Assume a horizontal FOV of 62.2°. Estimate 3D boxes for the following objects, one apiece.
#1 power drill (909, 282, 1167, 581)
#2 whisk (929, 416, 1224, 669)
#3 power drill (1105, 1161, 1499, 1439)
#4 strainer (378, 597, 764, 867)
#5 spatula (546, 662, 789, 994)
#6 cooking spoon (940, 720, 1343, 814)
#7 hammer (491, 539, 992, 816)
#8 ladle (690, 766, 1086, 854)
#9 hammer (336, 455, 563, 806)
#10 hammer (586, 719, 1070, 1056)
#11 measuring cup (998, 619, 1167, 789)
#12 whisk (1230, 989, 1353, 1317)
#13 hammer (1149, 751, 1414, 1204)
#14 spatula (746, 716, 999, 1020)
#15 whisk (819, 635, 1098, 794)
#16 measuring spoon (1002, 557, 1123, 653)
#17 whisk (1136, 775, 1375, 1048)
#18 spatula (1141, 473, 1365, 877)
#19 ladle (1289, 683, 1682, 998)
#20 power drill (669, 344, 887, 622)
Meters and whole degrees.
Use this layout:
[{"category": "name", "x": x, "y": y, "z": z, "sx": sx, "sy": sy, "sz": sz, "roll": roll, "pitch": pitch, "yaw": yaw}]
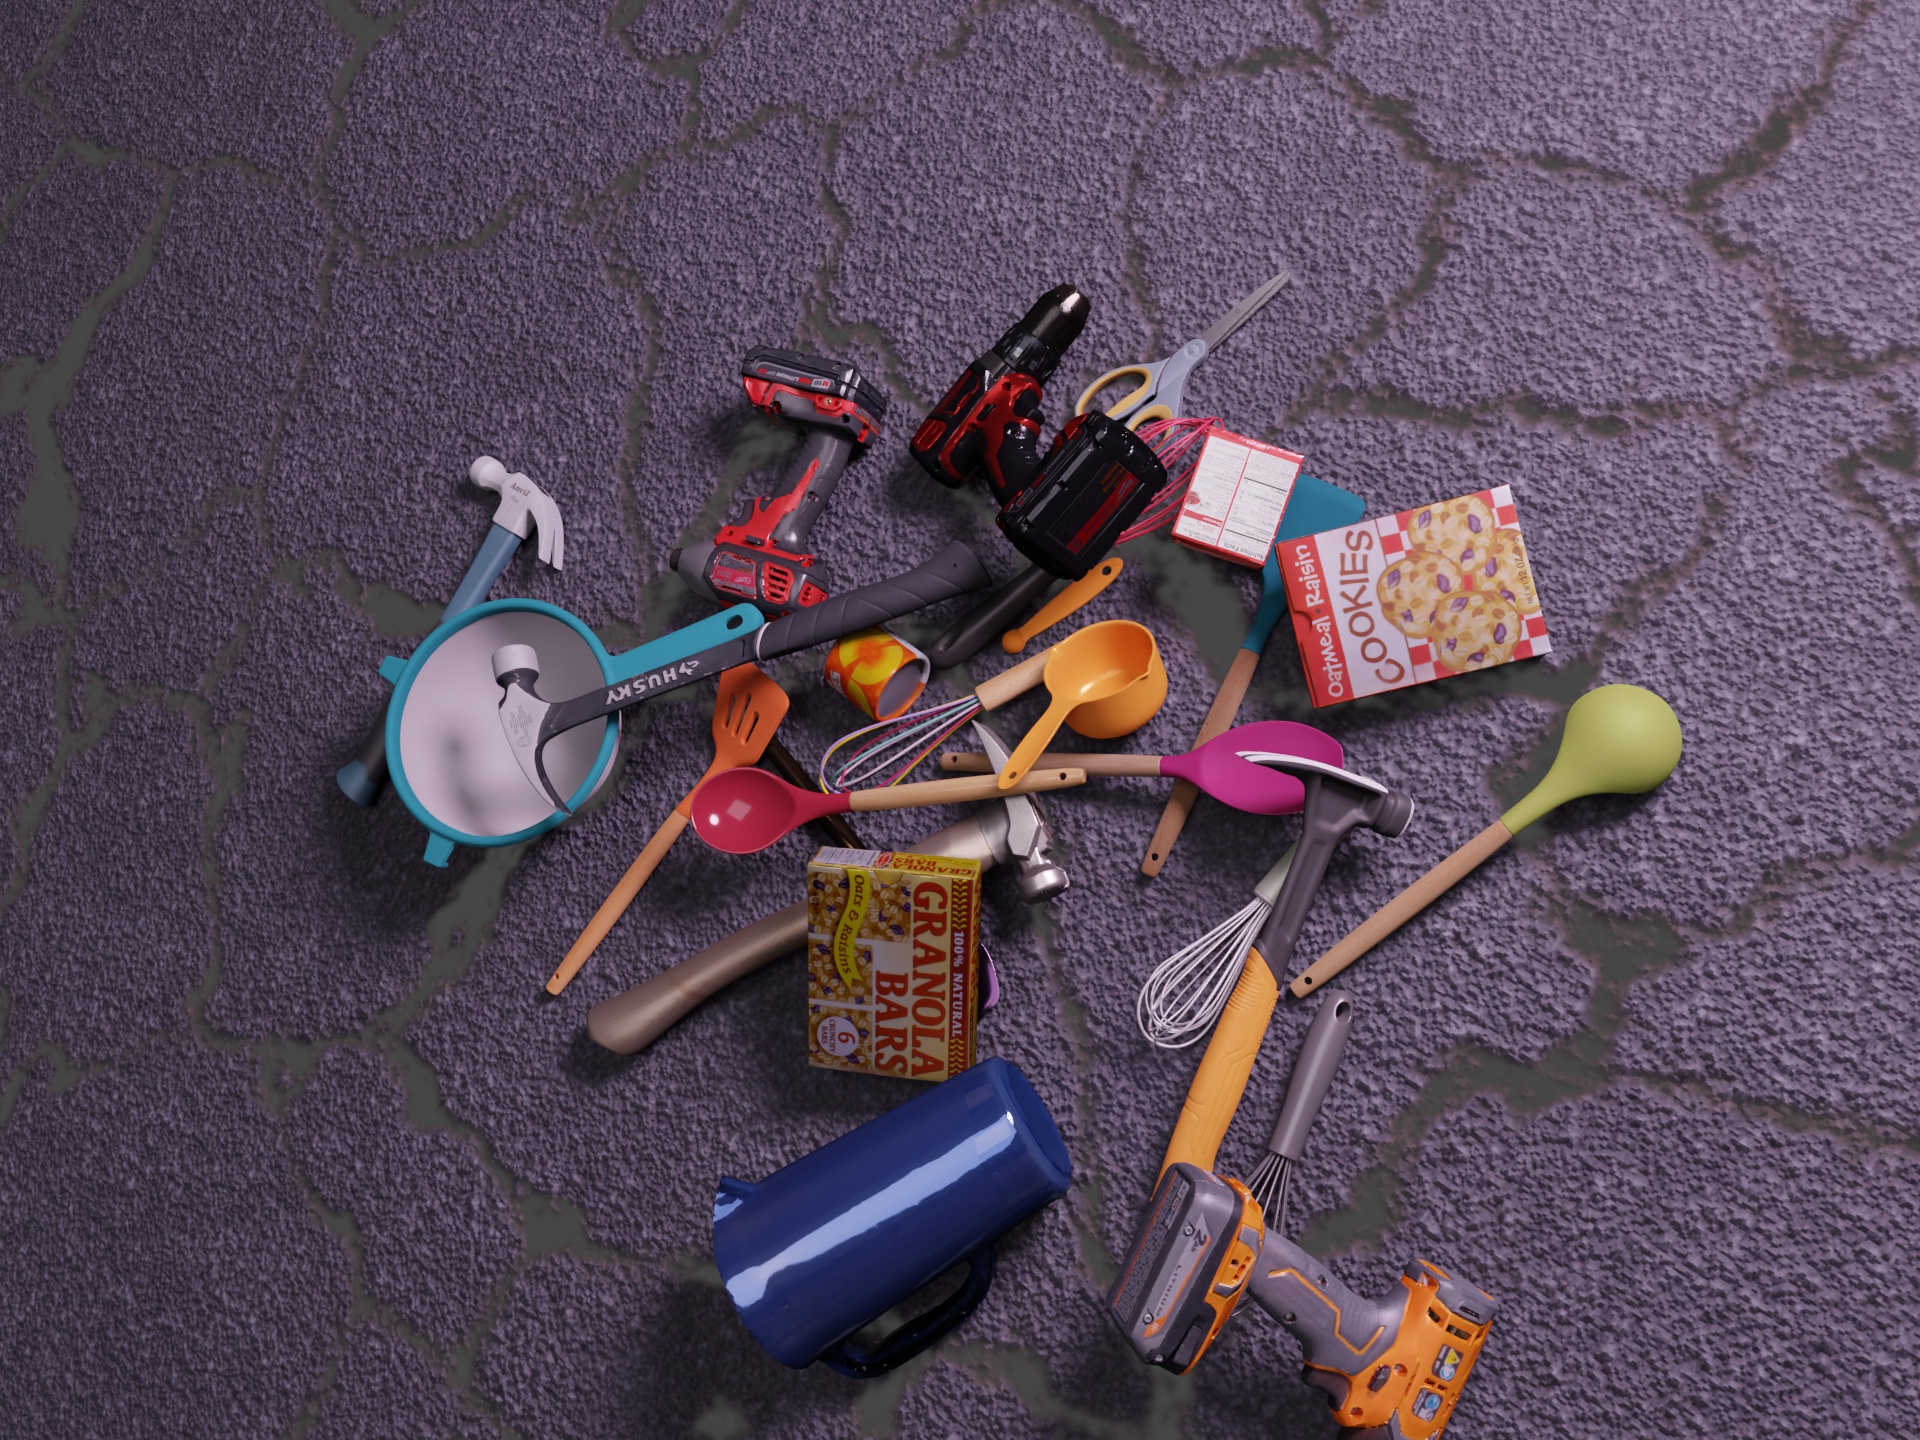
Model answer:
[{"category": "power drill", "x": 0.067, "y": -0.230, "z": 1.225, "sx": 0.188, "sy": 0.080, "sz": 0.227, "roll": -49, "pitch": 40, "yaw": 11}, {"category": "whisk", "x": 0.089, "y": -0.136, "z": 1.245, "sx": 0.296, "sy": 0.073, "sz": 0.073, "roll": -40, "pitch": 67, "yaw": 13}, {"category": "power drill", "x": 0.213, "y": 0.397, "z": 1.014, "sx": 0.226, "sy": 0.084, "sz": 0.164, "roll": 26, "pitch": 86, "yaw": -6}, {"category": "strainer", "x": -0.312, "y": -0.014, "z": 1.342, "sx": 0.340, "sy": 0.095, "sz": 0.211, "roll": -22, "pitch": 72, "yaw": 6}, {"category": "spatula", "x": -0.250, "y": 0.094, "z": 1.316, "sx": 0.081, "sy": 0.041, "sz": 0.322, "roll": 37, "pitch": 92, "yaw": 30}, {"category": "cooking spoon", "x": 0.127, "y": 0.034, "z": 1.187, "sx": 0.319, "sy": 0.017, "sz": 0.069, "roll": 1, "pitch": 76, "yaw": 28}, {"category": "hammer", "x": -0.171, "y": -0.051, "z": 1.246, "sx": 0.409, "sy": 0.036, "sz": 0.149, "roll": -19, "pitch": 69, "yaw": 7}, {"category": "ladle", "x": -0.058, "y": 0.058, "z": 1.204, "sx": 0.315, "sy": 0.031, "sz": 0.069, "roll": -7, "pitch": 78, "yaw": 19}, {"category": "hammer", "x": -0.469, "y": -0.074, "z": 1.442, "sx": 0.128, "sy": 0.033, "sz": 0.331, "roll": 29, "pitch": 88, "yaw": 25}, {"category": "hammer", "x": -0.122, "y": 0.149, "z": 1.242, "sx": 0.410, "sy": 0.038, "sz": 0.146, "roll": -27, "pitch": 70, "yaw": 14}, {"category": "measuring cup", "x": 0.087, "y": 0.002, "z": 1.180, "sx": 0.095, "sy": 0.052, "sz": 0.174, "roll": 16, "pitch": 58, "yaw": 42}, {"category": "whisk", "x": 0.219, "y": 0.296, "z": 1.095, "sx": 0.055, "sy": 0.055, "sz": 0.239, "roll": 20, "pitch": 79, "yaw": 23}, {"category": "hammer", "x": 0.196, "y": 0.189, "z": 1.097, "sx": 0.127, "sy": 0.034, "sz": 0.337, "roll": 19, "pitch": 94, "yaw": -12}, {"category": "spatula", "x": -0.076, "y": 0.110, "z": 1.262, "sx": 0.060, "sy": 0.018, "sz": 0.316, "roll": -44, "pitch": 68, "yaw": 6}, {"category": "whisk", "x": -0.001, "y": -0.002, "z": 1.252, "sx": 0.245, "sy": 0.051, "sz": 0.047, "roll": -29, "pitch": 59, "yaw": 5}, {"category": "measuring spoon", "x": 0.080, "y": -0.093, "z": 1.261, "sx": 0.117, "sy": 0.011, "sz": 0.021, "roll": -37, "pitch": 68, "yaw": 8}, {"category": "whisk", "x": 0.215, "y": 0.136, "z": 1.140, "sx": 0.059, "sy": 0.058, "sz": 0.246, "roll": 41, "pitch": 89, "yaw": -11}, {"category": "spatula", "x": 0.202, "y": -0.031, "z": 1.184, "sx": 0.082, "sy": 0.044, "sz": 0.317, "roll": 23, "pitch": 86, "yaw": 19}, {"category": "ladle", "x": 0.359, "y": 0.091, "z": 1.105, "sx": 0.320, "sy": 0.062, "sz": 0.078, "roll": -41, "pitch": 72, "yaw": 13}, {"category": "power drill", "x": -0.157, "y": -0.195, "z": 1.340, "sx": 0.143, "sy": 0.078, "sz": 0.220, "roll": 16, "pitch": 85, "yaw": 23}]
